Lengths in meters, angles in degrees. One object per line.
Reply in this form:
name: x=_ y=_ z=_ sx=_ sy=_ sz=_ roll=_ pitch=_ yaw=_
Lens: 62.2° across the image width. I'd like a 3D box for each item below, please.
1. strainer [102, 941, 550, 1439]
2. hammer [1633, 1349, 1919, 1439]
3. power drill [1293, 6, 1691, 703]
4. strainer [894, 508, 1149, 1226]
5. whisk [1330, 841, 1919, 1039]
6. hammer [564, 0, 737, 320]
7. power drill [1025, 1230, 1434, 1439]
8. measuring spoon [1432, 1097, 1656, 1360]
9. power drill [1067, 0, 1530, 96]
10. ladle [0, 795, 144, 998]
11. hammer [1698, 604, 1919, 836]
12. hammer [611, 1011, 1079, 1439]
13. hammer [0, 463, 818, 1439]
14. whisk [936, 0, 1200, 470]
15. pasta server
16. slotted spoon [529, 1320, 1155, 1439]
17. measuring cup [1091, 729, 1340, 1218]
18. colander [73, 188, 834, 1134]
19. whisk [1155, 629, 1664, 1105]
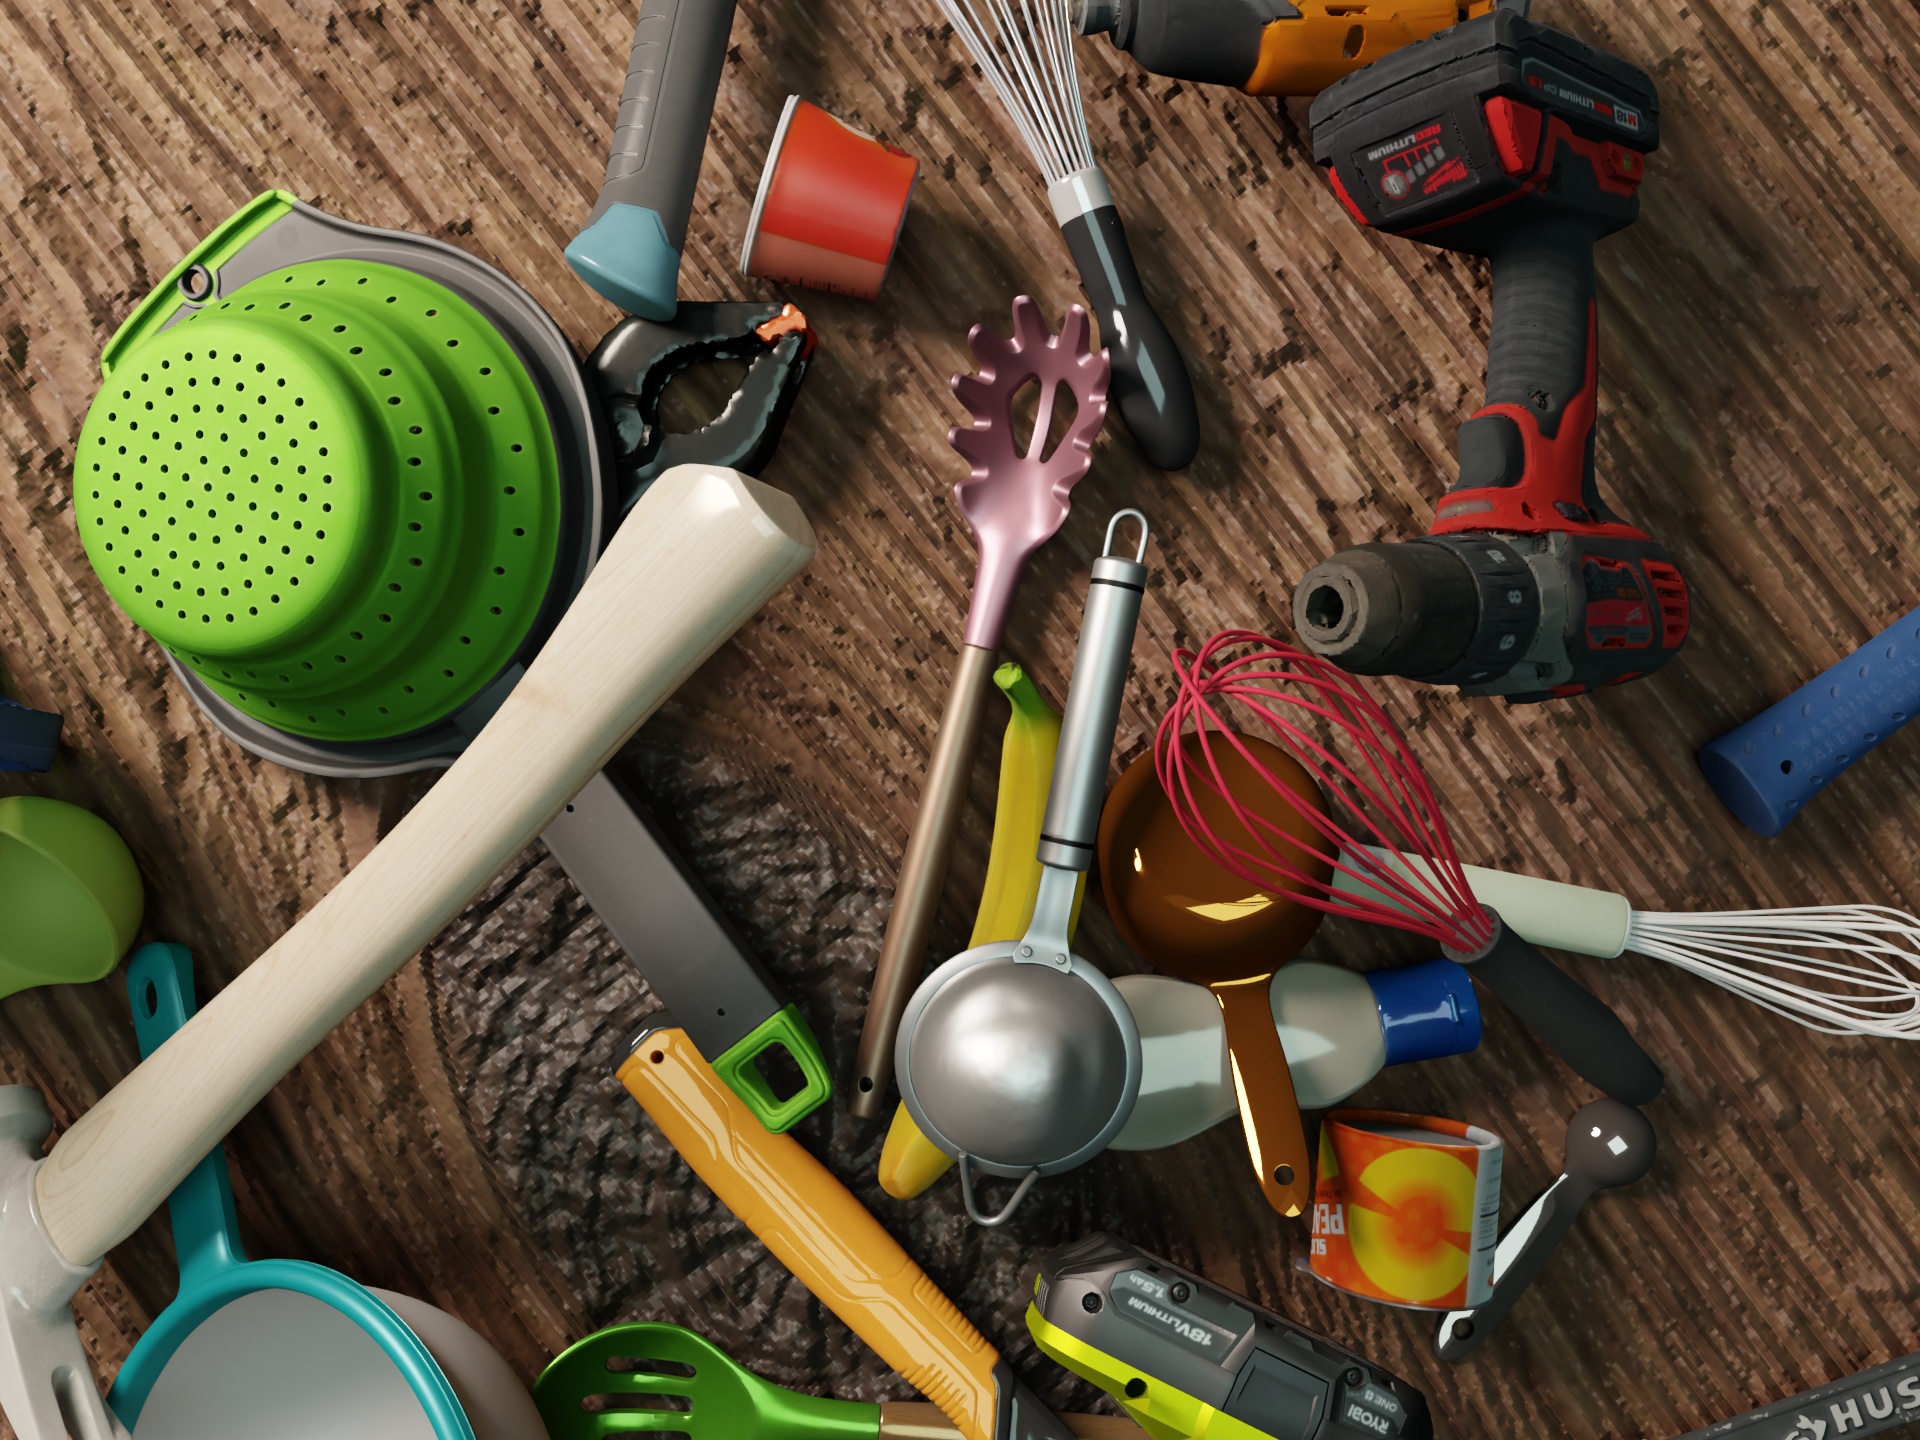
strainer: x=-0.228 y=0.237 z=0.574 sx=0.211 sy=0.095 sz=0.341 roll=-33 pitch=66 yaw=22
hammer: x=0.276 y=0.278 z=0.602 sx=0.409 sy=0.036 sz=0.149 roll=-19 pitch=87 yaw=-1
power drill: x=0.179 y=-0.118 z=0.555 sx=0.187 sy=0.080 sz=0.227 roll=-3 pitch=88 yaw=-39
strainer: x=0.033 y=0.053 z=0.546 sx=0.087 sy=0.050 sz=0.258 roll=11 pitch=89 yaw=2
whisk: x=0.257 y=0.080 z=0.606 sx=0.246 sy=0.059 sz=0.058 roll=11 pitch=45 yaw=3
hammer: x=-0.095 y=-0.312 z=0.602 sx=0.128 sy=0.033 sz=0.331 roll=11 pitch=82 yaw=-1
power drill: x=0.044 y=0.291 z=0.512 sx=0.171 sy=0.080 sz=0.223 roll=25 pitch=78 yaw=3
measuring spoon: x=0.225 y=0.199 z=0.612 sx=0.034 sy=0.018 sz=0.124 roll=39 pitch=89 yaw=0
power drill: x=0.115 y=-0.342 z=0.586 sx=0.164 sy=0.084 sz=0.226 roll=-3 pitch=86 yaw=-7
ladle: x=-0.422 y=0.155 z=0.587 sx=0.078 sy=0.062 sz=0.320 roll=42 pitch=91 yaw=-9
hammer: x=0.460 y=-0.093 z=0.616 sx=0.405 sy=0.035 sz=0.144 roll=-35 pitch=89 yaw=-2
hammer: x=-0.009 y=0.240 z=0.578 sx=0.337 sy=0.034 sz=0.127 roll=44 pitch=77 yaw=8
hammer: x=-0.191 y=0.079 z=0.502 sx=0.410 sy=0.038 sz=0.146 roll=-42 pitch=66 yaw=18
whisk: x=0.034 y=-0.229 z=0.605 sx=0.070 sy=0.070 sz=0.284 roll=-21 pitch=94 yaw=-1
pasta server: x=-0.001 y=-0.002 z=0.606 sx=0.060 sy=0.040 sz=0.316 roll=14 pitch=89 yaw=14
slotted spoon: x=-0.005 y=0.271 z=0.603 sx=0.313 sy=0.031 sz=0.070 roll=5 pitch=86 yaw=-2
measuring cup: x=0.099 y=0.084 z=0.563 sx=0.095 sy=0.052 sz=0.174 roll=-10 pitch=62 yaw=3
colander: x=-0.182 y=-0.013 z=0.550 sx=0.204 sy=0.094 sz=0.397 roll=-39 pitch=86 yaw=11
whisk: x=0.164 y=0.064 z=0.543 sx=0.295 sy=0.073 sz=0.073 roll=38 pitch=88 yaw=-30
